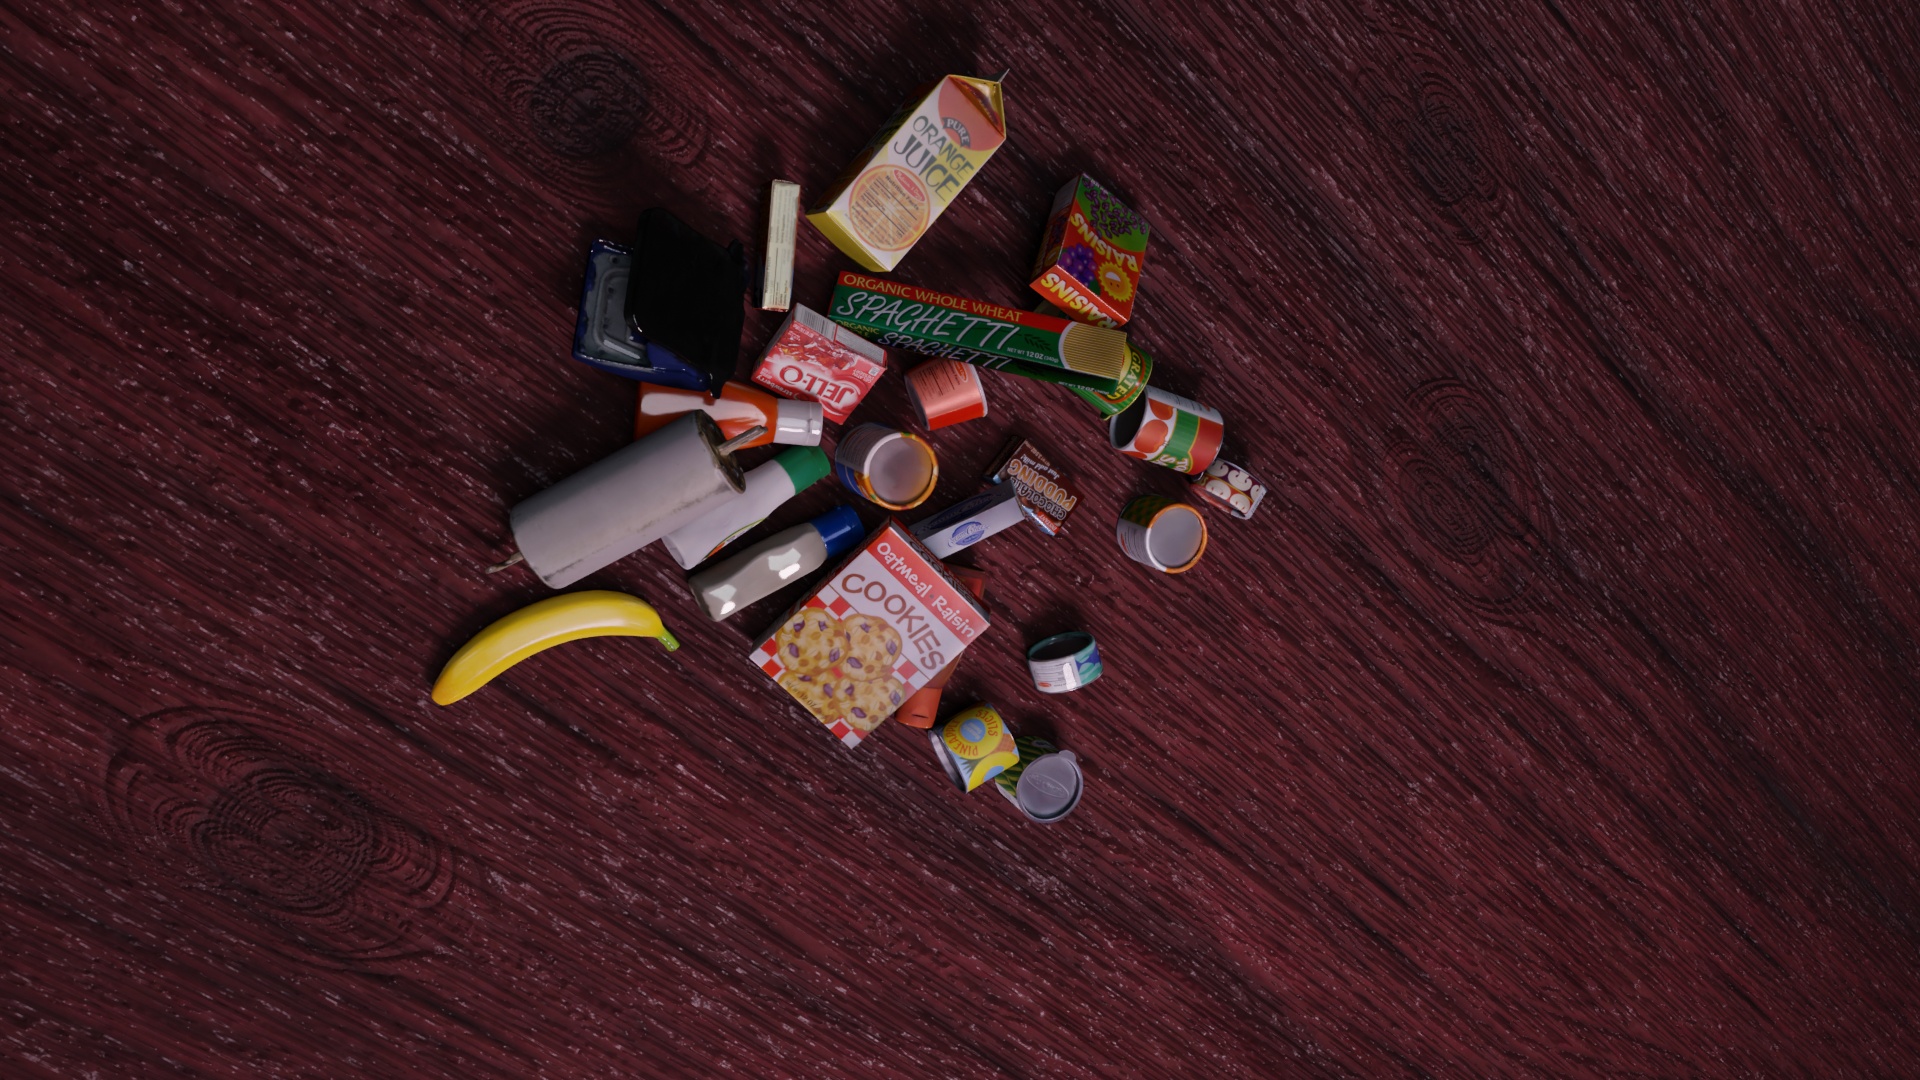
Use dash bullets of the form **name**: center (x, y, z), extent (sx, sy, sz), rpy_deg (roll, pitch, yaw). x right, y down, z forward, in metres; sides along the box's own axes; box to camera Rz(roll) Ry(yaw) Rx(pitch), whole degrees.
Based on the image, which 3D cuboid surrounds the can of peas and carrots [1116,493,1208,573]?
- **can of peas and carrots**: center (0.189, -0.008, 1.290), extent (0.071, 0.059, 0.070), rpy_deg (-4, 101, -21)

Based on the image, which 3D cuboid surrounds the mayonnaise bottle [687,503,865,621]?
- **mayonnaise bottle**: center (-0.152, 0.017, 1.163), extent (0.148, 0.065, 0.041), rpy_deg (-28, 107, -18)

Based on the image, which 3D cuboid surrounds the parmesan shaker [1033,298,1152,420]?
- **parmesan shaker**: center (0.108, -0.162, 1.229), extent (0.103, 0.071, 0.071), rpy_deg (31, 87, -23)

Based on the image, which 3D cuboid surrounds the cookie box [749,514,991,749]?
- **cookie box**: center (-0.076, 0.078, 1.180), extent (0.167, 0.040, 0.123), rpy_deg (-43, 104, 11)

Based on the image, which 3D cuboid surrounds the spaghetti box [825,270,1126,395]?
- **spaghetti box**: center (0.013, -0.172, 1.155), extent (0.250, 0.028, 0.050), rpy_deg (12, 64, -1)

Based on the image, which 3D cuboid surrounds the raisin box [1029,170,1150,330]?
- **raisin box**: center (0.112, -0.246, 1.198), extent (0.086, 0.040, 0.124), rpy_deg (34, 51, -23)

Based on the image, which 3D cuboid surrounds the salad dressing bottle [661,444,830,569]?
- **salad dressing bottle**: center (-0.176, -0.033, 1.147), extent (0.148, 0.064, 0.044), rpy_deg (-35, 100, -20)

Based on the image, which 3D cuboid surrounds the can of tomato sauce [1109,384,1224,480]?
- **can of tomato sauce**: center (0.187, -0.100, 1.270), extent (0.083, 0.071, 0.071), rpy_deg (16, 93, -22)

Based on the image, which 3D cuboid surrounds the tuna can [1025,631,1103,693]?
- **tuna can**: center (0.096, 0.110, 1.272), extent (0.071, 0.071, 0.032), rpy_deg (-21, 106, -16)

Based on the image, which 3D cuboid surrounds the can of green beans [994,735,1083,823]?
- **can of green beans**: center (0.072, 0.220, 1.284), extent (0.071, 0.058, 0.071), rpy_deg (-4, 101, -20)

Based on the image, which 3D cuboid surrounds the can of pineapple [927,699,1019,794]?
- **can of pineapple**: center (0.012, 0.184, 1.249), extent (0.058, 0.071, 0.071), rpy_deg (-29, 108, -15)

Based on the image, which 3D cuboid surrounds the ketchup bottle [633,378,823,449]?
- **ketchup bottle**: center (-0.188, -0.101, 1.127), extent (0.149, 0.043, 0.064), rpy_deg (5, 101, -14)

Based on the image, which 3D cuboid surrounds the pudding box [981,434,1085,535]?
- **pudding box**: center (0.066, -0.049, 1.251), extent (0.083, 0.030, 0.050), rpy_deg (43, 84, -22)

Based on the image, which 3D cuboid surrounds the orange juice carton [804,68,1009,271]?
- **orange juice carton**: center (-0.033, -0.315, 1.145), extent (0.073, 0.072, 0.193), rpy_deg (42, 83, -22)

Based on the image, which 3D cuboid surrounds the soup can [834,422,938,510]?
- **soup can**: center (-0.061, -0.061, 1.171), extent (0.071, 0.084, 0.071), rpy_deg (-4, 101, -21)

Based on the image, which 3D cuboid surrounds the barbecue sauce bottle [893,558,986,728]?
- **barbecue sauce bottle**: center (-0.024, 0.091, 1.233), extent (0.065, 0.044, 0.148), rpy_deg (13, 95, -17)

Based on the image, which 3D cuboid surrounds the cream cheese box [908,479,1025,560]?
- **cream cheese box**: center (0.004, -0.015, 1.205), extent (0.104, 0.053, 0.024), rpy_deg (-25, 108, 6)

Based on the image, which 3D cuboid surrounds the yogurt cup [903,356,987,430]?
- **yogurt cup**: center (-0.014, -0.129, 1.190), extent (0.054, 0.072, 0.072), rpy_deg (-23, 107, -7)

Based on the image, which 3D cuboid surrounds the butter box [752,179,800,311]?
- **butter box**: center (-0.149, -0.238, 1.124), extent (0.024, 0.053, 0.103), rpy_deg (3, 97, -19)

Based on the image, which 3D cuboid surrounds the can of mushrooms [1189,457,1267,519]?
- **can of mushrooms**: center (0.248, -0.051, 1.303), extent (0.071, 0.071, 0.033), rpy_deg (32, 88, -23)
